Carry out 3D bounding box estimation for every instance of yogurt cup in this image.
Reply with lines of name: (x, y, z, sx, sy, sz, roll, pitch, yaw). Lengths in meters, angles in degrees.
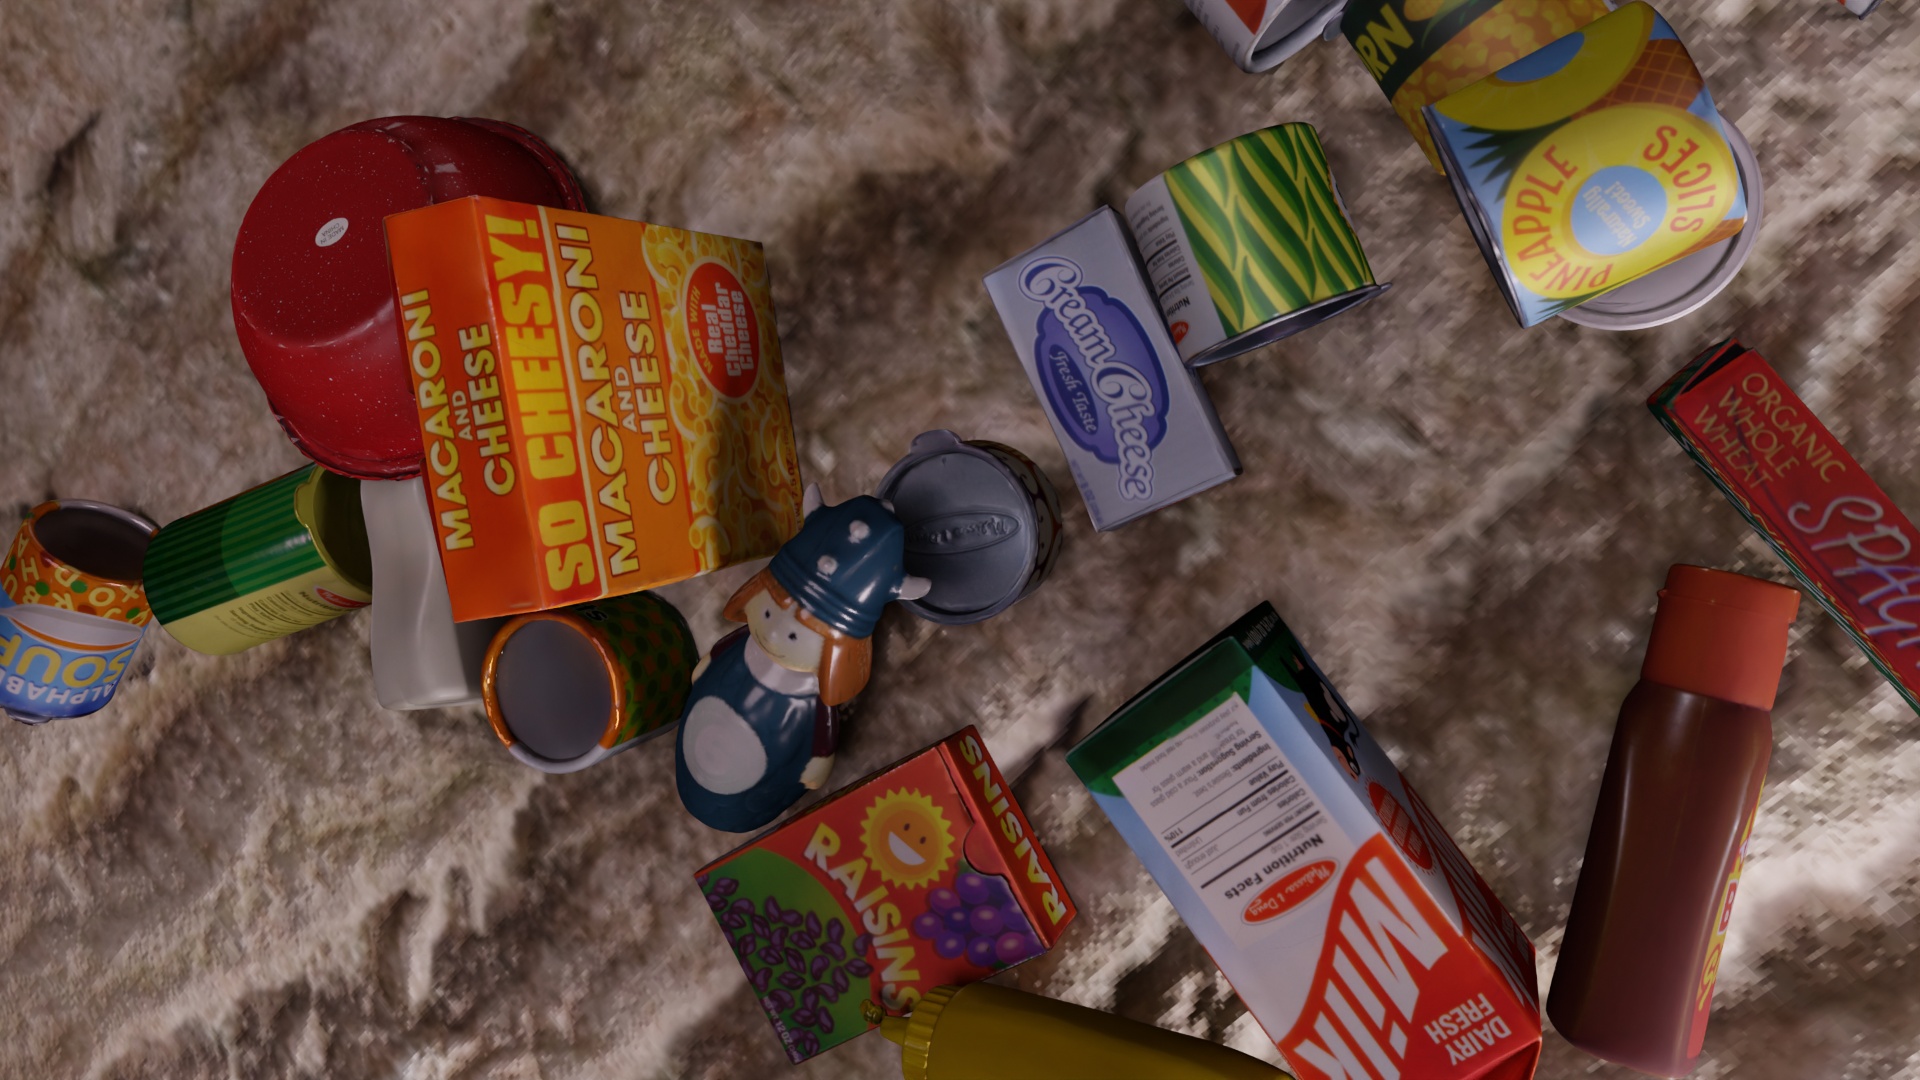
yogurt cup: (0.198, -0.097, 0.416, 0.072, 0.054, 0.072, 3, 97, 20)

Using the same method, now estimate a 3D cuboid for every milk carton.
milk carton: (0.126, 0.121, 0.458, 0.073, 0.072, 0.191, -40, 81, 20)

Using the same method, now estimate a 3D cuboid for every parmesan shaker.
parmesan shaker: (-0.295, 0.005, 0.603, 0.103, 0.071, 0.071, -17, 90, 22)

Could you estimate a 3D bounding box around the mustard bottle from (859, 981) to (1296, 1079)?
mustard bottle: (0.031, 0.181, 0.470, 0.160, 0.065, 0.049, 4, 76, 33)

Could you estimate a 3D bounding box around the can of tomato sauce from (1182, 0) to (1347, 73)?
can of tomato sauce: (0.091, -0.203, 0.438, 0.071, 0.071, 0.083, -40, 83, 20)

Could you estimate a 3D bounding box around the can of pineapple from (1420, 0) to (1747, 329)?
can of pineapple: (0.161, -0.096, 0.362, 0.057, 0.071, 0.071, -25, 87, 21)

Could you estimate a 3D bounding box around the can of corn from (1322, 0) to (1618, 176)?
can of corn: (0.156, -0.152, 0.419, 0.071, 0.071, 0.058, -34, 84, 21)

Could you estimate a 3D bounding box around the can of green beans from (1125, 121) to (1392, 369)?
can of green beans: (0.093, -0.094, 0.449, 0.071, 0.071, 0.058, -21, 88, 22)

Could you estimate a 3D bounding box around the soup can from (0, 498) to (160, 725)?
soup can: (-0.419, 0.033, 0.654, 0.071, 0.071, 0.083, 39, 108, 12)

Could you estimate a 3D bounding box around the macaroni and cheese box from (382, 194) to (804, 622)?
macaroni and cheese box: (-0.116, -0.046, 0.479, 0.040, 0.167, 0.123, -8, 93, 22)

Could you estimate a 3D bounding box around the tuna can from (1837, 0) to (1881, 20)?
tuna can: (0.262, -0.181, 0.376, 0.033, 0.071, 0.071, 46, 109, 10)

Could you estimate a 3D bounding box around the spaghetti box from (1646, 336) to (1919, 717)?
spaghetti box: (0.293, 0.045, 0.399, 0.028, 0.050, 0.250, -41, 81, 19)

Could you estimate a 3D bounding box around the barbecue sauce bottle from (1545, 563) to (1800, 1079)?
barbecue sauce bottle: (0.219, 0.083, 0.426, 0.044, 0.065, 0.148, 14, 92, 24)

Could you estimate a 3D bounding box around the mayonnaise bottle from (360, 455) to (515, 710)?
mayonnaise bottle: (-0.220, -0.005, 0.580, 0.041, 0.065, 0.148, -13, 81, 19)

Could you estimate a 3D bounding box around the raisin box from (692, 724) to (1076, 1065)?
raisin box: (-0.030, 0.136, 0.536, 0.123, 0.040, 0.086, -30, 84, 20)

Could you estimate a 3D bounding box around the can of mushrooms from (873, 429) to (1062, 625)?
can of mushrooms: (0.002, -0.006, 0.511, 0.071, 0.033, 0.071, 3, 97, 21)

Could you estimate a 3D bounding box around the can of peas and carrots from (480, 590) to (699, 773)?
can of peas and carrots: (-0.149, 0.053, 0.561, 0.071, 0.059, 0.071, 2, 97, 20)

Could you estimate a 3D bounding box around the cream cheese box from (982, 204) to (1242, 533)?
cream cheese box: (0.053, -0.059, 0.491, 0.053, 0.024, 0.104, -26, 87, 21)
